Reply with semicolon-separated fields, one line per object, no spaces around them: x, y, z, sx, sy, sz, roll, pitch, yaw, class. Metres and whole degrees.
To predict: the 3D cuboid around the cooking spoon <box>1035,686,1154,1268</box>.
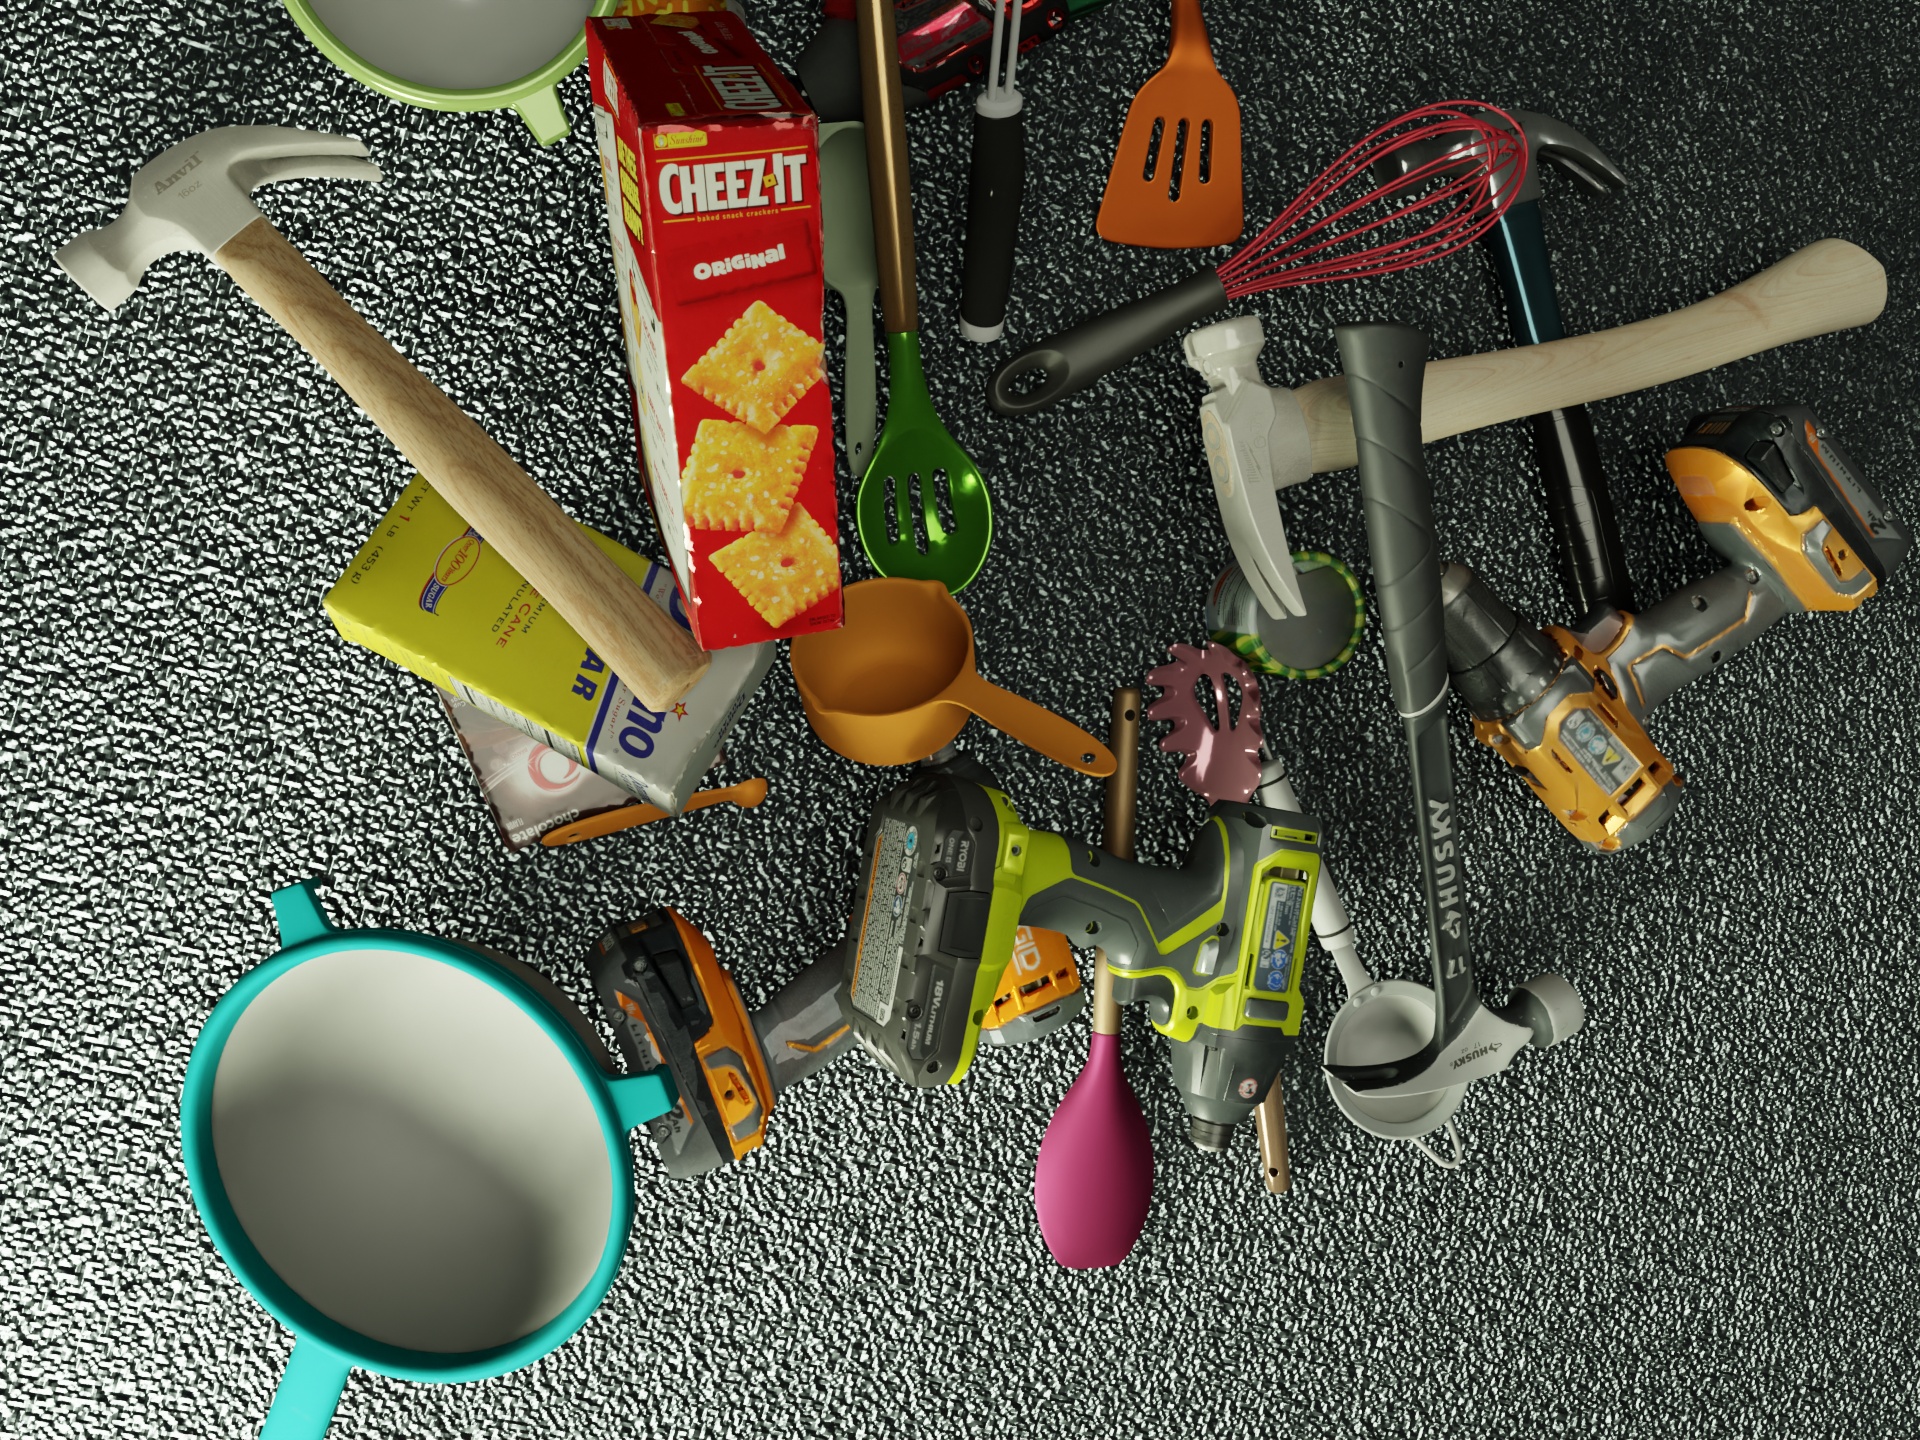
0.079;0.141;0.850;0.068;0.017;0.319;1;96;-15;cooking spoon

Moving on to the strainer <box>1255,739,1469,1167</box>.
0.209;0.124;0.870;0.087;0.050;0.258;-26;95;-14;strainer

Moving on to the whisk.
0.146;-0.225;0.794;0.296;0.073;0.073;-26;102;4;whisk

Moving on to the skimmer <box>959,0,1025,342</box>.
0.006;-0.335;0.680;0.127;0.090;0.363;-24;145;-24;skimmer

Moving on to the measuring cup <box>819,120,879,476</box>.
-0.062;-0.202;0.770;0.083;0.038;0.167;-29;127;-46;measuring cup

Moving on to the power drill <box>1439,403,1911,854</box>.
0.356;-0.067;0.835;0.226;0.084;0.185;-45;102;1;power drill

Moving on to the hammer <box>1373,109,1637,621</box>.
0.327;-0.167;0.872;0.128;0.033;0.331;-19;100;-10;hammer

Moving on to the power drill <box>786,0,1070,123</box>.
-0.056;-0.390;0.727;0.143;0.079;0.219;-25;107;10;power drill

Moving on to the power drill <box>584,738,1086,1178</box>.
-0.063;0.109;0.782;0.226;0.084;0.164;-21;100;-15;power drill

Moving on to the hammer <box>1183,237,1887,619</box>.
0.315;-0.171;0.822;0.410;0.038;0.146;-16;95;-16;hammer

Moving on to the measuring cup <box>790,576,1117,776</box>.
-0.001;-0.002;0.754;0.174;0.052;0.095;28;60;22;measuring cup

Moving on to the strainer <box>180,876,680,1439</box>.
-0.260;0.238;0.744;0.211;0.095;0.340;27;106;4;strainer

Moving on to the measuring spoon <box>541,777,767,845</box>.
-0.144;0.047;0.766;0.117;0.021;0.011;-13;67;-32;measuring spoon

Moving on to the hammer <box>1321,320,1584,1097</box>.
0.225;0.006;0.784;0.149;0.036;0.408;-20;111;-18;hammer

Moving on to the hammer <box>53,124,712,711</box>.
-0.231;-0.131;0.688;0.331;0.031;0.130;44;81;5;hammer

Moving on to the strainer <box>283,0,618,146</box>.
-0.274;-0.351;0.687;0.256;0.069;0.151;12;94;-13;strainer

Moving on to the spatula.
0.106;-0.405;0.800;0.081;0.041;0.322;-3;92;-13;spatula

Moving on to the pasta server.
0.150;0.110;0.854;0.060;0.040;0.316;-3;101;28;pasta server

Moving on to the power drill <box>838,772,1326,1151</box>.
0.064;0.114;0.752;0.223;0.080;0.171;10;89;-25;power drill

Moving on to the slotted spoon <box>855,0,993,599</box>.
-0.028;-0.210;0.750;0.070;0.031;0.313;-11;112;-14;slotted spoon
